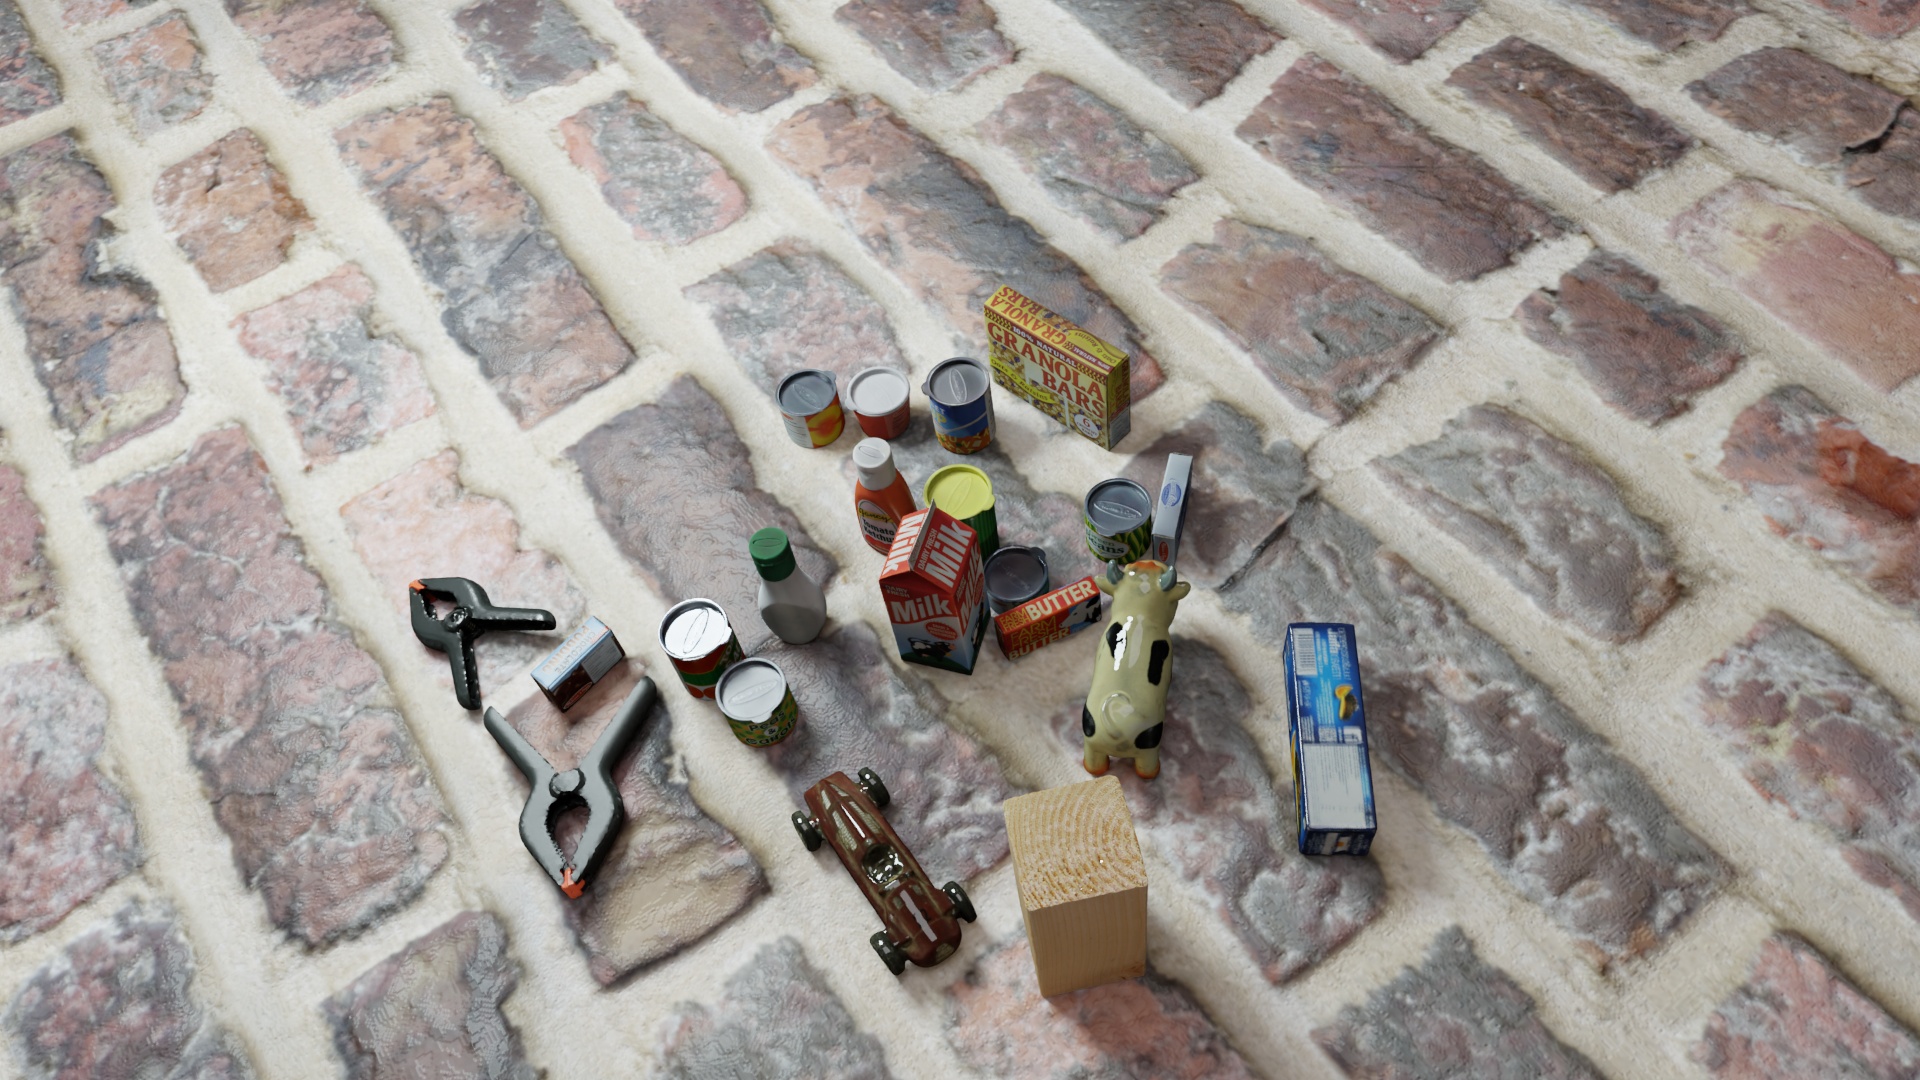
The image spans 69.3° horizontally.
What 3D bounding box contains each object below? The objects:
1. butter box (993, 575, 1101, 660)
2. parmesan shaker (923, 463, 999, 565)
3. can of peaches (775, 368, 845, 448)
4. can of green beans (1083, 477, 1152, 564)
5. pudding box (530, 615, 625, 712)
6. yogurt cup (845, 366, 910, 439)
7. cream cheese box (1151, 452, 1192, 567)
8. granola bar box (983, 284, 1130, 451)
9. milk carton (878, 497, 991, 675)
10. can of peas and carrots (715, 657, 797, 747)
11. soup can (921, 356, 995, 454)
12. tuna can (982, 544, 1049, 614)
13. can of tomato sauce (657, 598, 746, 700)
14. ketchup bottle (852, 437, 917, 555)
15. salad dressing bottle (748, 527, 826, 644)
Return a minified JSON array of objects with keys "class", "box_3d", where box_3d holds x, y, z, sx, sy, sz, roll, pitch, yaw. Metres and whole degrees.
[{"class":"butter box","box_3d":[0.084,0.074,1.316,0.104,0.053,0.024,-23,56,-9]},{"class":"parmesan shaker","box_3d":[0.005,-0.017,1.359,0.071,0.102,0.071,-3,55,5]},{"class":"can of peaches","box_3d":[-0.159,-0.143,1.494,0.071,0.057,0.071,-3,55,5]},{"class":"can of green beans","box_3d":[0.155,-0.018,1.369,0.071,0.057,0.071,-3,55,5]},{"class":"pudding box","box_3d":[-0.369,0.119,1.342,0.030,0.049,0.084,32,65,25]},{"class":"yogurt cup","box_3d":[-0.084,-0.145,1.489,0.072,0.053,0.073,-3,55,5]},{"class":"cream cheese box","box_3d":[0.209,-0.030,1.374,0.024,0.053,0.104,9,57,13]},{"class":"granola bar box","box_3d":[0.100,-0.179,1.447,0.166,0.123,0.039,34,66,26]},{"class":"milk carton","box_3d":[-0.023,0.042,1.268,0.073,0.189,0.073,11,58,14]},{"class":"can of peas and carrots","box_3d":[-0.187,0.153,1.291,0.071,0.058,0.071,-3,55,5]},{"class":"soup can","box_3d":[-0.001,-0.140,1.457,0.071,0.083,0.072,-3,55,5]},{"class":"tuna can","box_3d":[0.055,0.039,1.357,0.071,0.032,0.071,-3,55,5]},{"class":"can of tomato sauce","box_3d":[-0.241,0.104,1.316,0.071,0.082,0.071,-3,55,5]},{"class":"ketchup bottle","box_3d":[-0.075,-0.042,1.358,0.065,0.148,0.044,21,61,20]},{"class":"salad dressing bottle","box_3d":[-0.165,0.043,1.311,0.064,0.147,0.044,-1,56,6]}]
